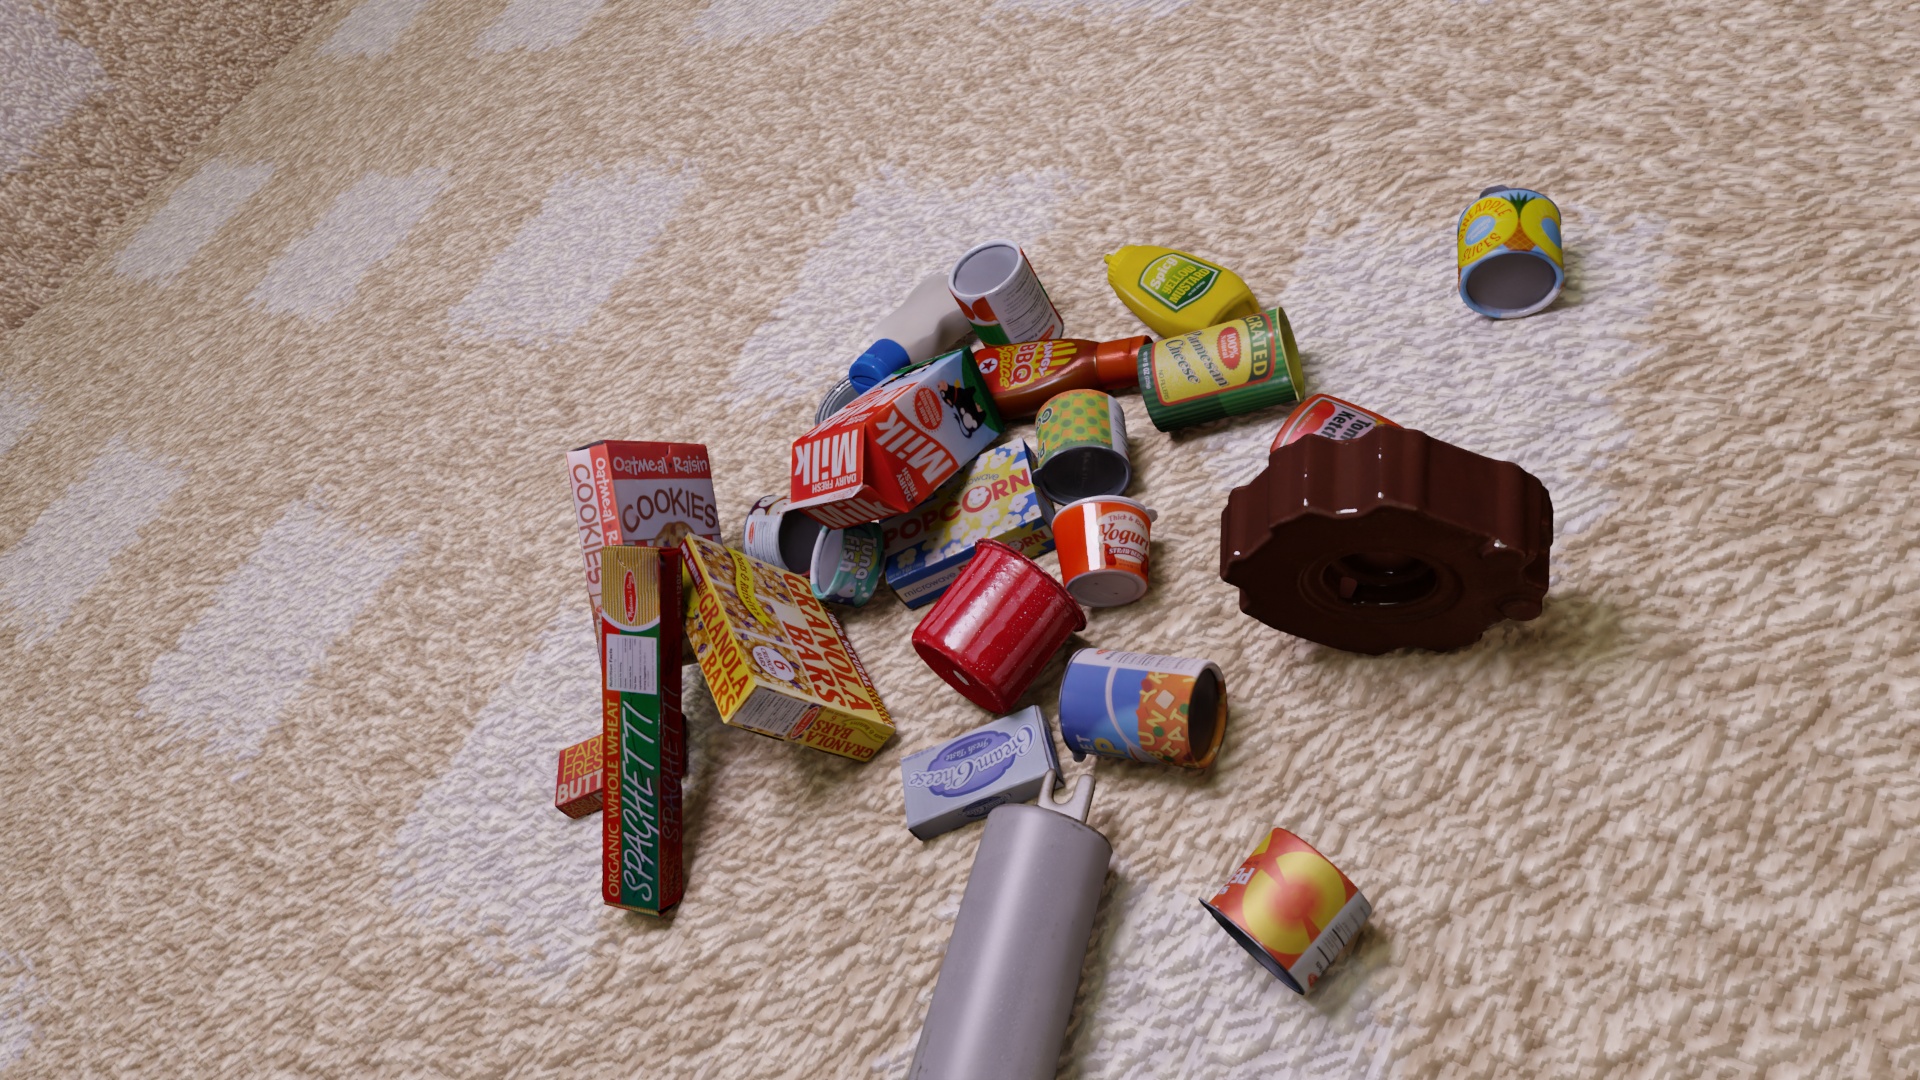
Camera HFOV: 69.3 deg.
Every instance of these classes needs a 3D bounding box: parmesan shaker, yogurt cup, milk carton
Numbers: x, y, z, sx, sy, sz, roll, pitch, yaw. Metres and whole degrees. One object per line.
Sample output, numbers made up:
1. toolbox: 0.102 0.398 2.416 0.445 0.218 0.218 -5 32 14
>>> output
1. parmesan shaker: 0.183 -0.116 0.976 0.103 0.071 0.072 -14 49 22
2. yogurt cup: 0.096 0.010 0.930 0.072 0.072 0.054 -14 57 22
3. milk carton: -0.051 -0.067 1.000 0.072 0.073 0.191 -12 20 38

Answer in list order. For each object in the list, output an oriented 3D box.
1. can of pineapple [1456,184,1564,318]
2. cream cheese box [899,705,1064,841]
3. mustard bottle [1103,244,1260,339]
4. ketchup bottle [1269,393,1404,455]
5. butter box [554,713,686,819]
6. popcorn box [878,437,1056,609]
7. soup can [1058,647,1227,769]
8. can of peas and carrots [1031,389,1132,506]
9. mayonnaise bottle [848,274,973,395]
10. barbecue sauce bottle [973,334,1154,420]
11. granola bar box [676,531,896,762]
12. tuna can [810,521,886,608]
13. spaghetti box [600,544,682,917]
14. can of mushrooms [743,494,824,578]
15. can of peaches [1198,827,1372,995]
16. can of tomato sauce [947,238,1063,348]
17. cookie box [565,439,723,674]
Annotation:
1. can of pineapple: 0.364 -0.191 0.925 0.071 0.070 0.058 -7 52 27
2. cream cheese box: 0.012 0.149 0.893 0.103 0.024 0.053 -24 47 13
3. mustard bottle: 0.157 -0.193 1.065 0.065 0.048 0.160 -43 45 -8
4. ketchup bottle: 0.272 -0.043 0.879 0.065 0.043 0.149 -48 46 -11
5. butter box: -0.254 0.166 1.040 0.103 0.024 0.053 -23 46 13
6. popcorn box: 0.004 -0.013 1.019 0.126 0.038 0.085 -23 45 13
7. soup can: 0.111 0.104 0.843 0.084 0.071 0.071 3 57 32
8. can of peas and carrots: 0.085 -0.065 0.992 0.071 0.070 0.059 -17 47 19
9. mayonnaise bottle: -0.037 -0.167 1.134 0.065 0.041 0.149 14 43 27
10. barbecue sauce bottle: 0.076 -0.128 1.065 0.148 0.043 0.065 -6 50 27
11. granola bar box: -0.129 0.075 0.966 0.039 0.124 0.166 -51 42 16
12. tuna can: -0.083 0.015 1.023 0.070 0.033 0.071 -40 43 52
13. spaghetti box: -0.216 0.127 0.942 0.050 0.029 0.249 3 95 24
14. can of mushrooms: -0.133 -0.003 1.076 0.033 0.071 0.071 2 57 33
15. can of peaches: 0.171 0.193 0.732 0.058 0.071 0.071 -45 45 -9
16. can of tomato sauce: 0.035 -0.190 1.112 0.071 0.083 0.071 -16 48 19
17. cookie box: -0.223 0.012 1.023 0.040 0.123 0.167 -11 88 24
